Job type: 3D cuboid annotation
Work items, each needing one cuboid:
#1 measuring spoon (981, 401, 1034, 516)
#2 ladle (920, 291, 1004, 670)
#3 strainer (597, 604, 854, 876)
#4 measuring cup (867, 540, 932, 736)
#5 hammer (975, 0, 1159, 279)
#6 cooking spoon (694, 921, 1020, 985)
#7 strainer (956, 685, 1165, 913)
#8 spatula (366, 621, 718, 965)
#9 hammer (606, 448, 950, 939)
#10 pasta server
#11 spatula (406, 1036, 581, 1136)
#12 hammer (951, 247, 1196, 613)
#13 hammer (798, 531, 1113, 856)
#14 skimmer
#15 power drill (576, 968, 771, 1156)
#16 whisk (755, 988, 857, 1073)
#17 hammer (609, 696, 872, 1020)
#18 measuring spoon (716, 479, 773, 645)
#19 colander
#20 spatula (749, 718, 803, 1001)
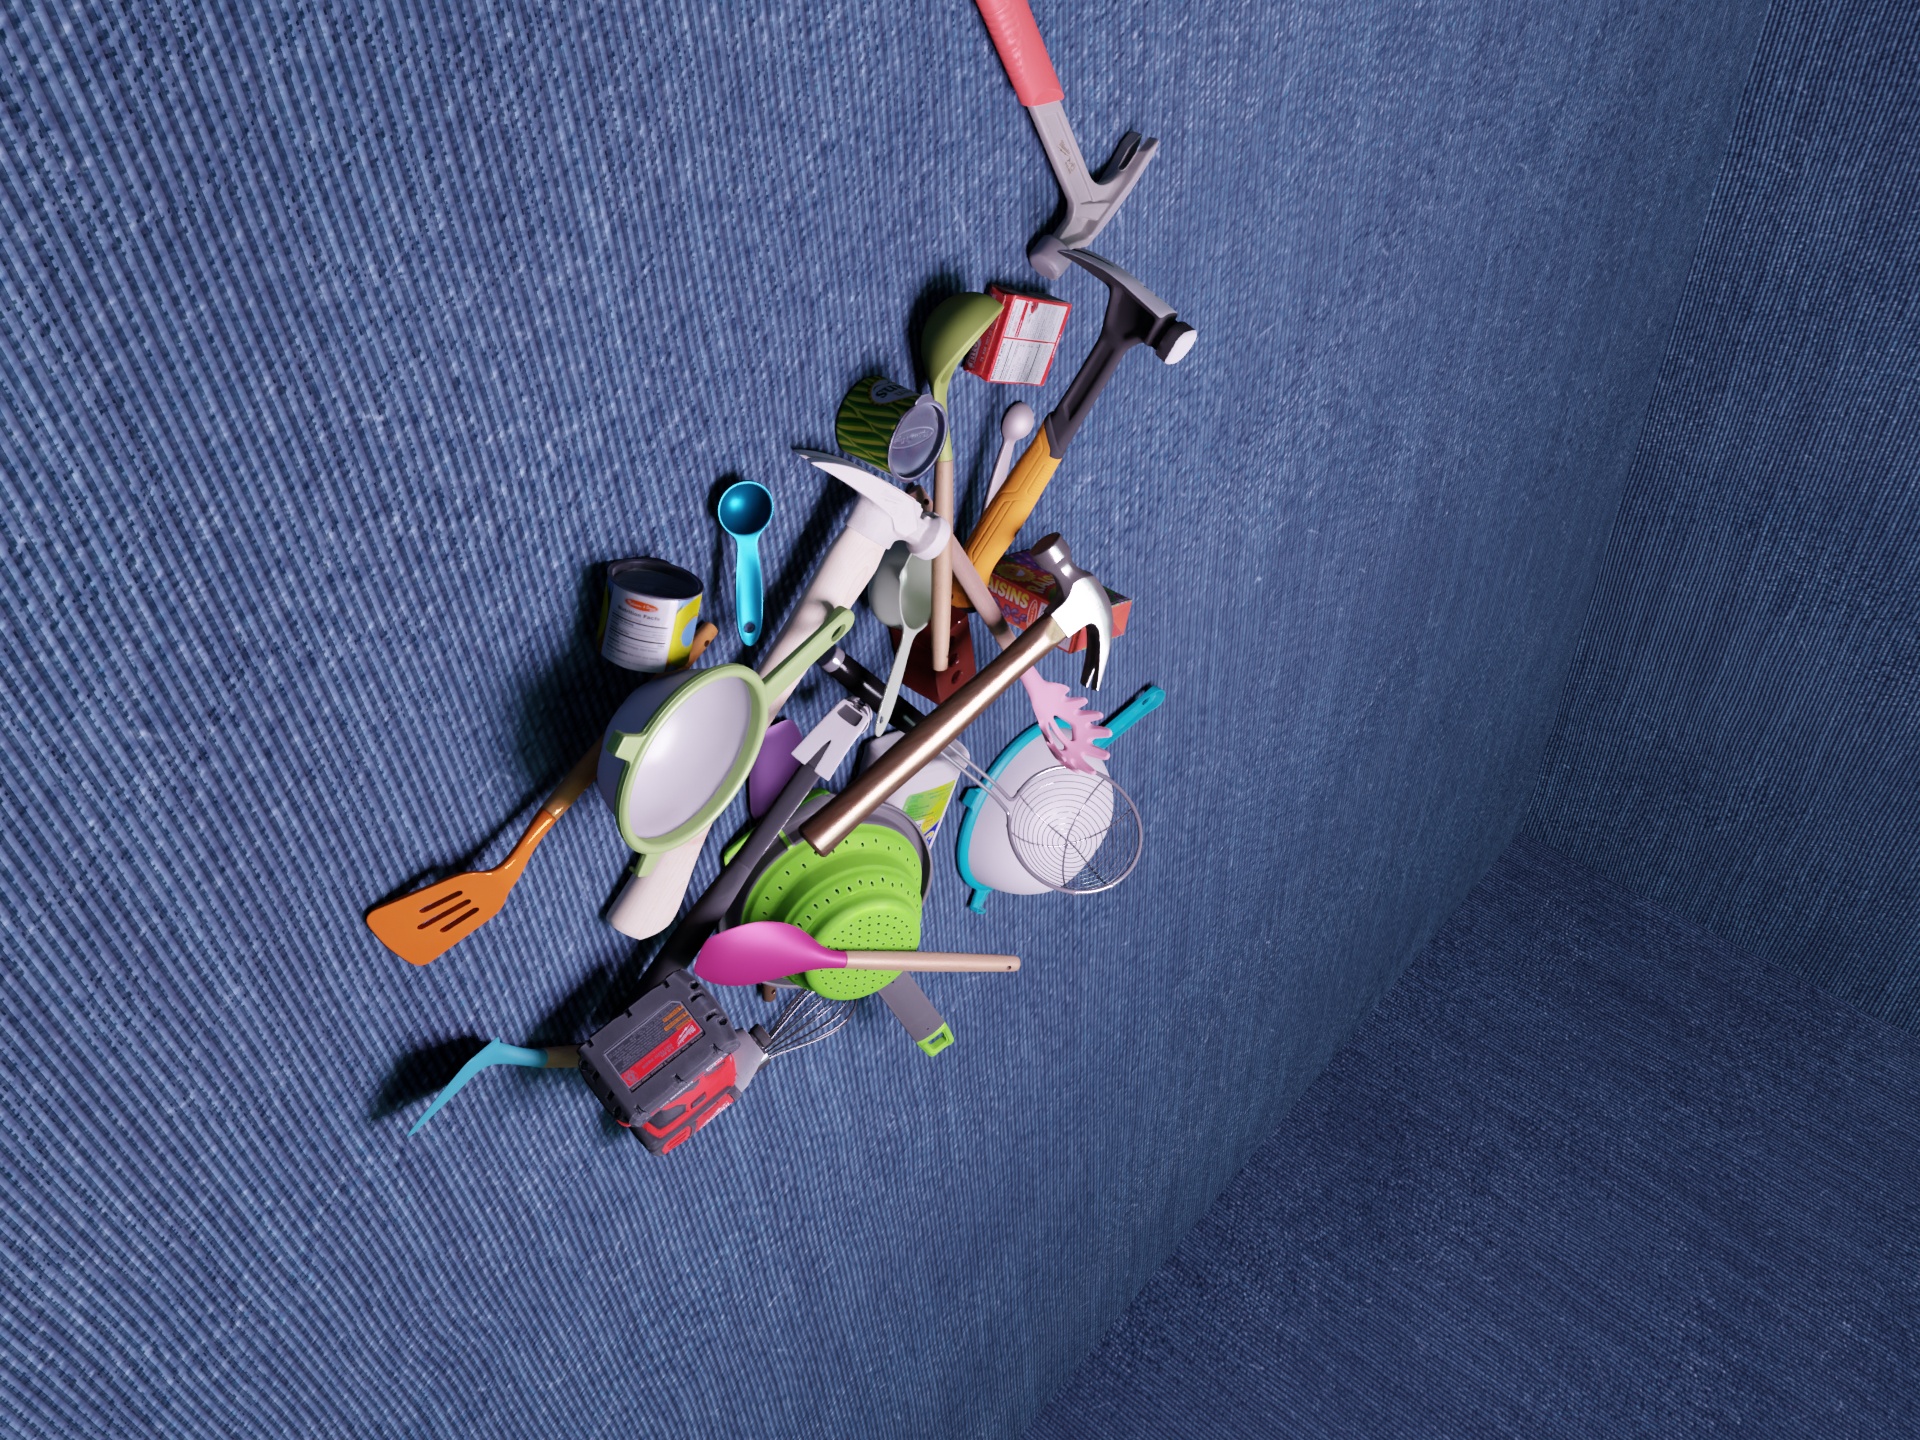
[{"bbox_3d":[0.042,-0.219,1.402,0.034,0.018,0.124,-17,131,-50],"label":"measuring spoon"},{"bbox_3d":[-0.002,-0.184,1.284,0.078,0.062,0.320,-59,154,-59],"label":"ladle"},{"bbox_3d":[-0.179,-0.017,1.158,0.256,0.069,0.151,-46,154,-34],"label":"strainer"},{"bbox_3d":[-0.060,-0.071,1.323,0.083,0.038,0.167,25,79,-65],"label":"measuring cup"},{"bbox_3d":[0.055,-0.488,1.165,0.149,0.037,0.358,-55,150,-8],"label":"hammer"},{"bbox_3d":[-0.078,0.204,1.353,0.318,0.017,0.068,7,120,-35],"label":"cooking spoon"},{"bbox_3d":[0.141,0.075,1.737,0.340,0.095,0.210,-38,144,-30],"label":"strainer"},{"bbox_3d":[-0.287,0.045,1.144,0.323,0.041,0.080,-52,150,-21],"label":"spatula"},{"bbox_3d":[-0.167,-0.012,1.239,0.146,0.038,0.410,27,97,-41],"label":"hammer"},{"bbox_3d":[0.042,-0.076,1.384,0.060,0.040,0.316,-48,122,-24],"label":"pasta server"},{"bbox_3d":[-0.317,0.281,1.285,0.082,0.044,0.317,-49,154,12],"label":"spatula"},{"bbox_3d":[0.061,-0.224,1.325,0.034,0.127,0.336,-27,156,-50],"label":"hammer"},{"bbox_3d":[-0.002,-0.004,1.345,0.331,0.031,0.130,-42,114,-7],"label":"hammer"},{"bbox_3d":[0.024,0.035,1.405,0.362,0.090,0.127,39,58,-36],"label":"skimmer"},{"bbox_3d":[-0.230,0.289,1.330,0.143,0.079,0.219,-38,161,-13],"label":"power drill"},{"bbox_3d":[-0.189,0.319,1.514,0.239,0.055,0.055,-35,143,-28],"label":"whisk"},{"bbox_3d":[-0.184,0.126,1.285,0.334,0.035,0.146,-53,-178,12],"label":"hammer"},{"bbox_3d":[-0.160,-0.117,1.171,0.042,0.021,0.128,-10,118,-23],"label":"measuring spoon"},{"bbox_3d":[-0.073,0.227,1.455,0.204,0.095,0.396,-35,135,-5],"label":"colander"},{"bbox_3d":[-0.165,0.131,1.405,0.060,0.018,0.315,-25,135,-37],"label":"spatula"}]
